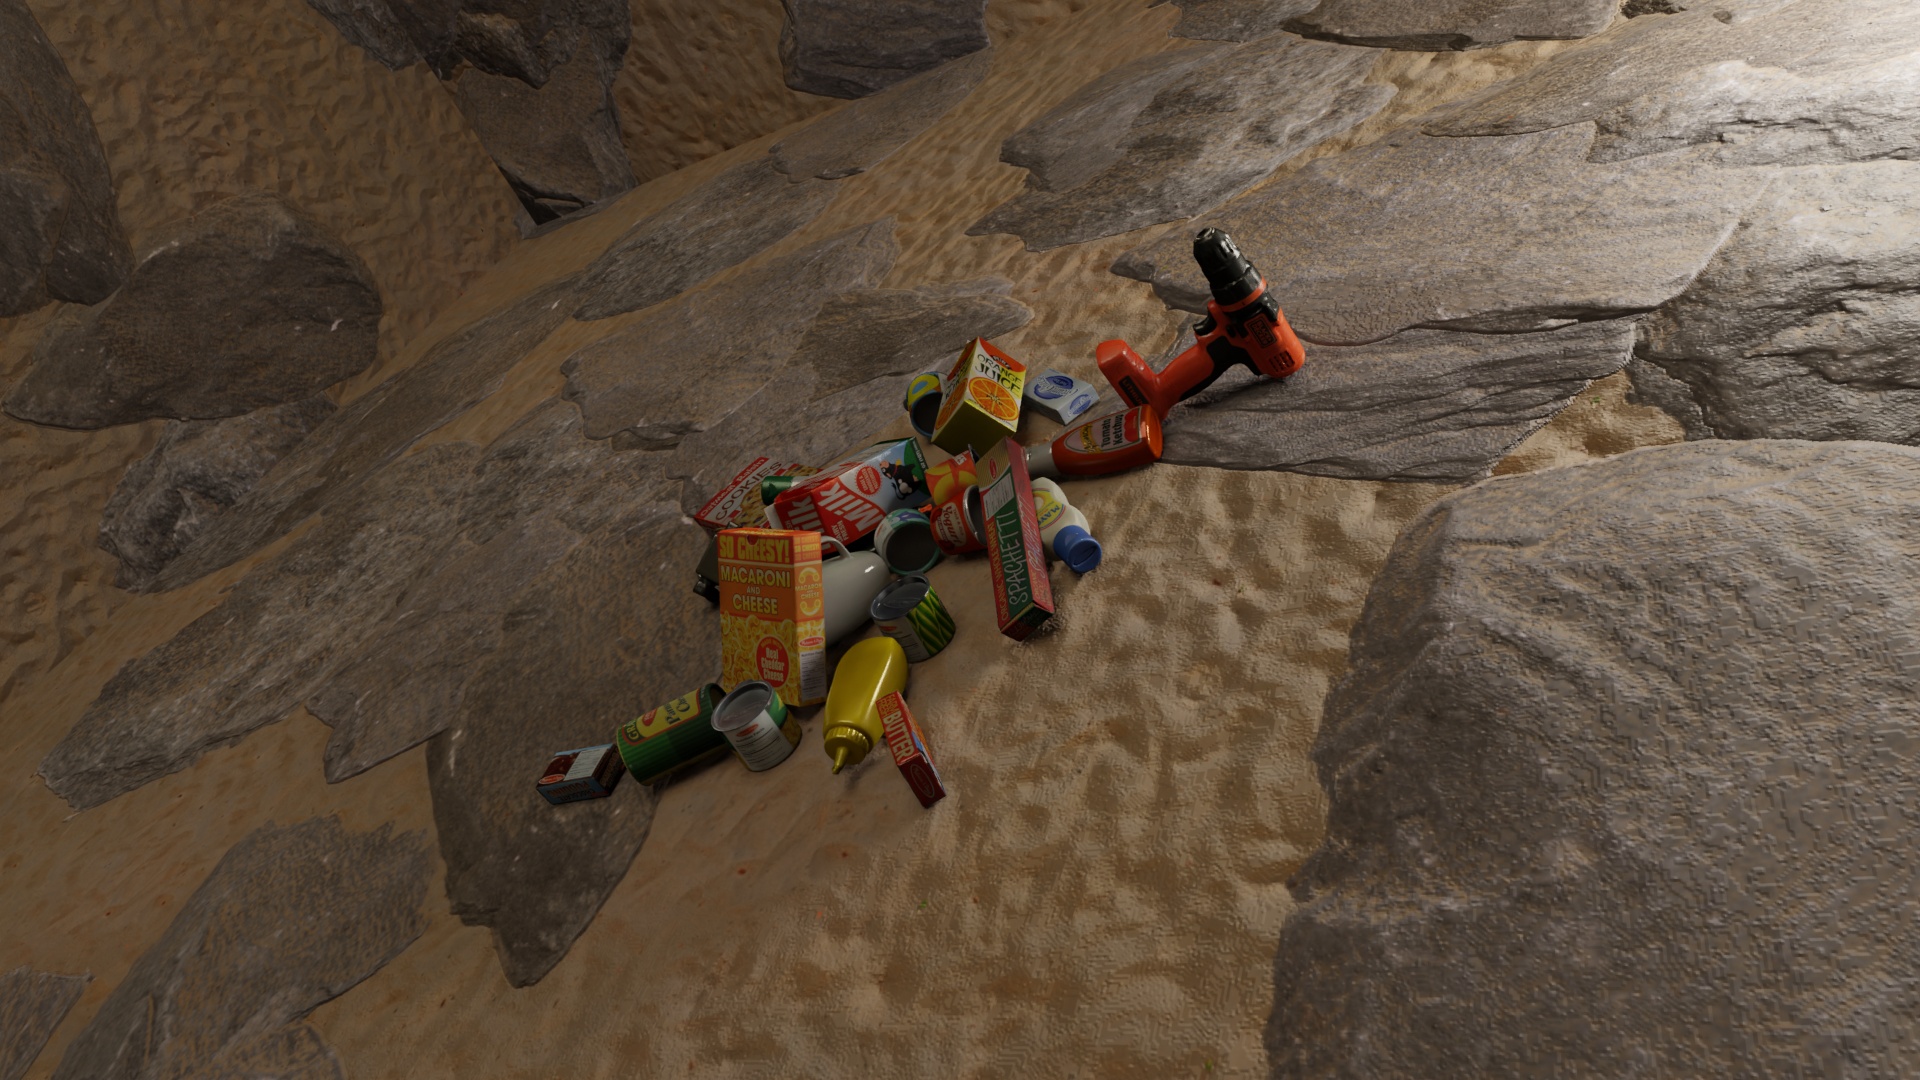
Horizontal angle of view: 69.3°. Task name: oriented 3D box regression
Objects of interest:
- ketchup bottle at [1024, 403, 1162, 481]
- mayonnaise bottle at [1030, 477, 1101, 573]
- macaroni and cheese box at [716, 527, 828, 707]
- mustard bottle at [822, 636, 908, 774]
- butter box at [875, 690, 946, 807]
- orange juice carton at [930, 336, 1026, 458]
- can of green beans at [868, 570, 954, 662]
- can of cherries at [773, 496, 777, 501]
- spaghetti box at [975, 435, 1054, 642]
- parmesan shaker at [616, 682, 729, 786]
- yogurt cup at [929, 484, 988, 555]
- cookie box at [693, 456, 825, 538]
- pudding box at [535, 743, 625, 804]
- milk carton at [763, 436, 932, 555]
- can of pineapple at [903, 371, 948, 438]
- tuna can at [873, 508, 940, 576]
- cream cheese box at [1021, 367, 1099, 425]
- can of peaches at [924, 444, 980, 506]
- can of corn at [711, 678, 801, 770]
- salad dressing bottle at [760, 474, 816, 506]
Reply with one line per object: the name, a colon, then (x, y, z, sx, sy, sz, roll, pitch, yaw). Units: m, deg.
ketchup bottle: (0.137, -0.096, 1.463, 0.148, 0.043, 0.065, -14, 50, 27)
mayonnaise bottle: (0.094, -0.013, 1.375, 0.065, 0.041, 0.148, -39, 29, -1)
macaroni and cheese box: (-0.187, 0.073, 1.375, 0.123, 0.166, 0.040, 3, 7, 44)
mustard bottle: (-0.094, 0.157, 1.272, 0.065, 0.048, 0.161, -14, 33, 26)
butter box: (-0.044, 0.177, 1.191, 0.024, 0.053, 0.104, -28, 29, 0)
orange juice carton: (0.025, -0.171, 1.625, 0.072, 0.072, 0.194, -50, 17, 33)
can of green beans: (-0.047, 0.076, 1.346, 0.071, 0.057, 0.071, -22, 30, 14)
can of cherries: (-0.171, -0.031, 1.567, 0.071, 0.058, 0.071, -20, 11, 4)
spaghetti box: (0.050, -0.006, 1.358, 0.050, 0.028, 0.251, -42, 33, 28)
parmesan shaker: (-0.275, 0.189, 1.366, 0.103, 0.071, 0.071, -26, 29, 6)
yogurt cup: (0.005, -0.018, 1.443, 0.054, 0.072, 0.073, -21, 29, 31)
cookie box: (-0.240, -0.045, 1.723, 0.123, 0.040, 0.167, -45, 33, -24)
pudding box: (-0.388, 0.239, 1.424, 0.083, 0.030, 0.050, -13, 34, 27)
milk carton: (-0.125, -0.042, 1.509, 0.191, 0.072, 0.073, -30, 16, -34)
can of pineapple: (-0.033, -0.164, 1.700, 0.071, 0.070, 0.058, -26, 30, 8)
tuna can: (-0.053, 0.003, 1.461, 0.071, 0.071, 0.033, -31, 30, -3)
cream cheese box: (0.113, -0.169, 1.619, 0.053, 0.024, 0.104, -37, 30, -11)
can of peaches: (0.000, -0.061, 1.504, 0.058, 0.071, 0.071, -25, 29, 10)
can of corn: (-0.193, 0.175, 1.322, 0.071, 0.058, 0.071, -22, 30, 14)
salad dressing bottle: (-0.159, -0.056, 1.620, 0.147, 0.064, 0.044, 1, -3, 17)
